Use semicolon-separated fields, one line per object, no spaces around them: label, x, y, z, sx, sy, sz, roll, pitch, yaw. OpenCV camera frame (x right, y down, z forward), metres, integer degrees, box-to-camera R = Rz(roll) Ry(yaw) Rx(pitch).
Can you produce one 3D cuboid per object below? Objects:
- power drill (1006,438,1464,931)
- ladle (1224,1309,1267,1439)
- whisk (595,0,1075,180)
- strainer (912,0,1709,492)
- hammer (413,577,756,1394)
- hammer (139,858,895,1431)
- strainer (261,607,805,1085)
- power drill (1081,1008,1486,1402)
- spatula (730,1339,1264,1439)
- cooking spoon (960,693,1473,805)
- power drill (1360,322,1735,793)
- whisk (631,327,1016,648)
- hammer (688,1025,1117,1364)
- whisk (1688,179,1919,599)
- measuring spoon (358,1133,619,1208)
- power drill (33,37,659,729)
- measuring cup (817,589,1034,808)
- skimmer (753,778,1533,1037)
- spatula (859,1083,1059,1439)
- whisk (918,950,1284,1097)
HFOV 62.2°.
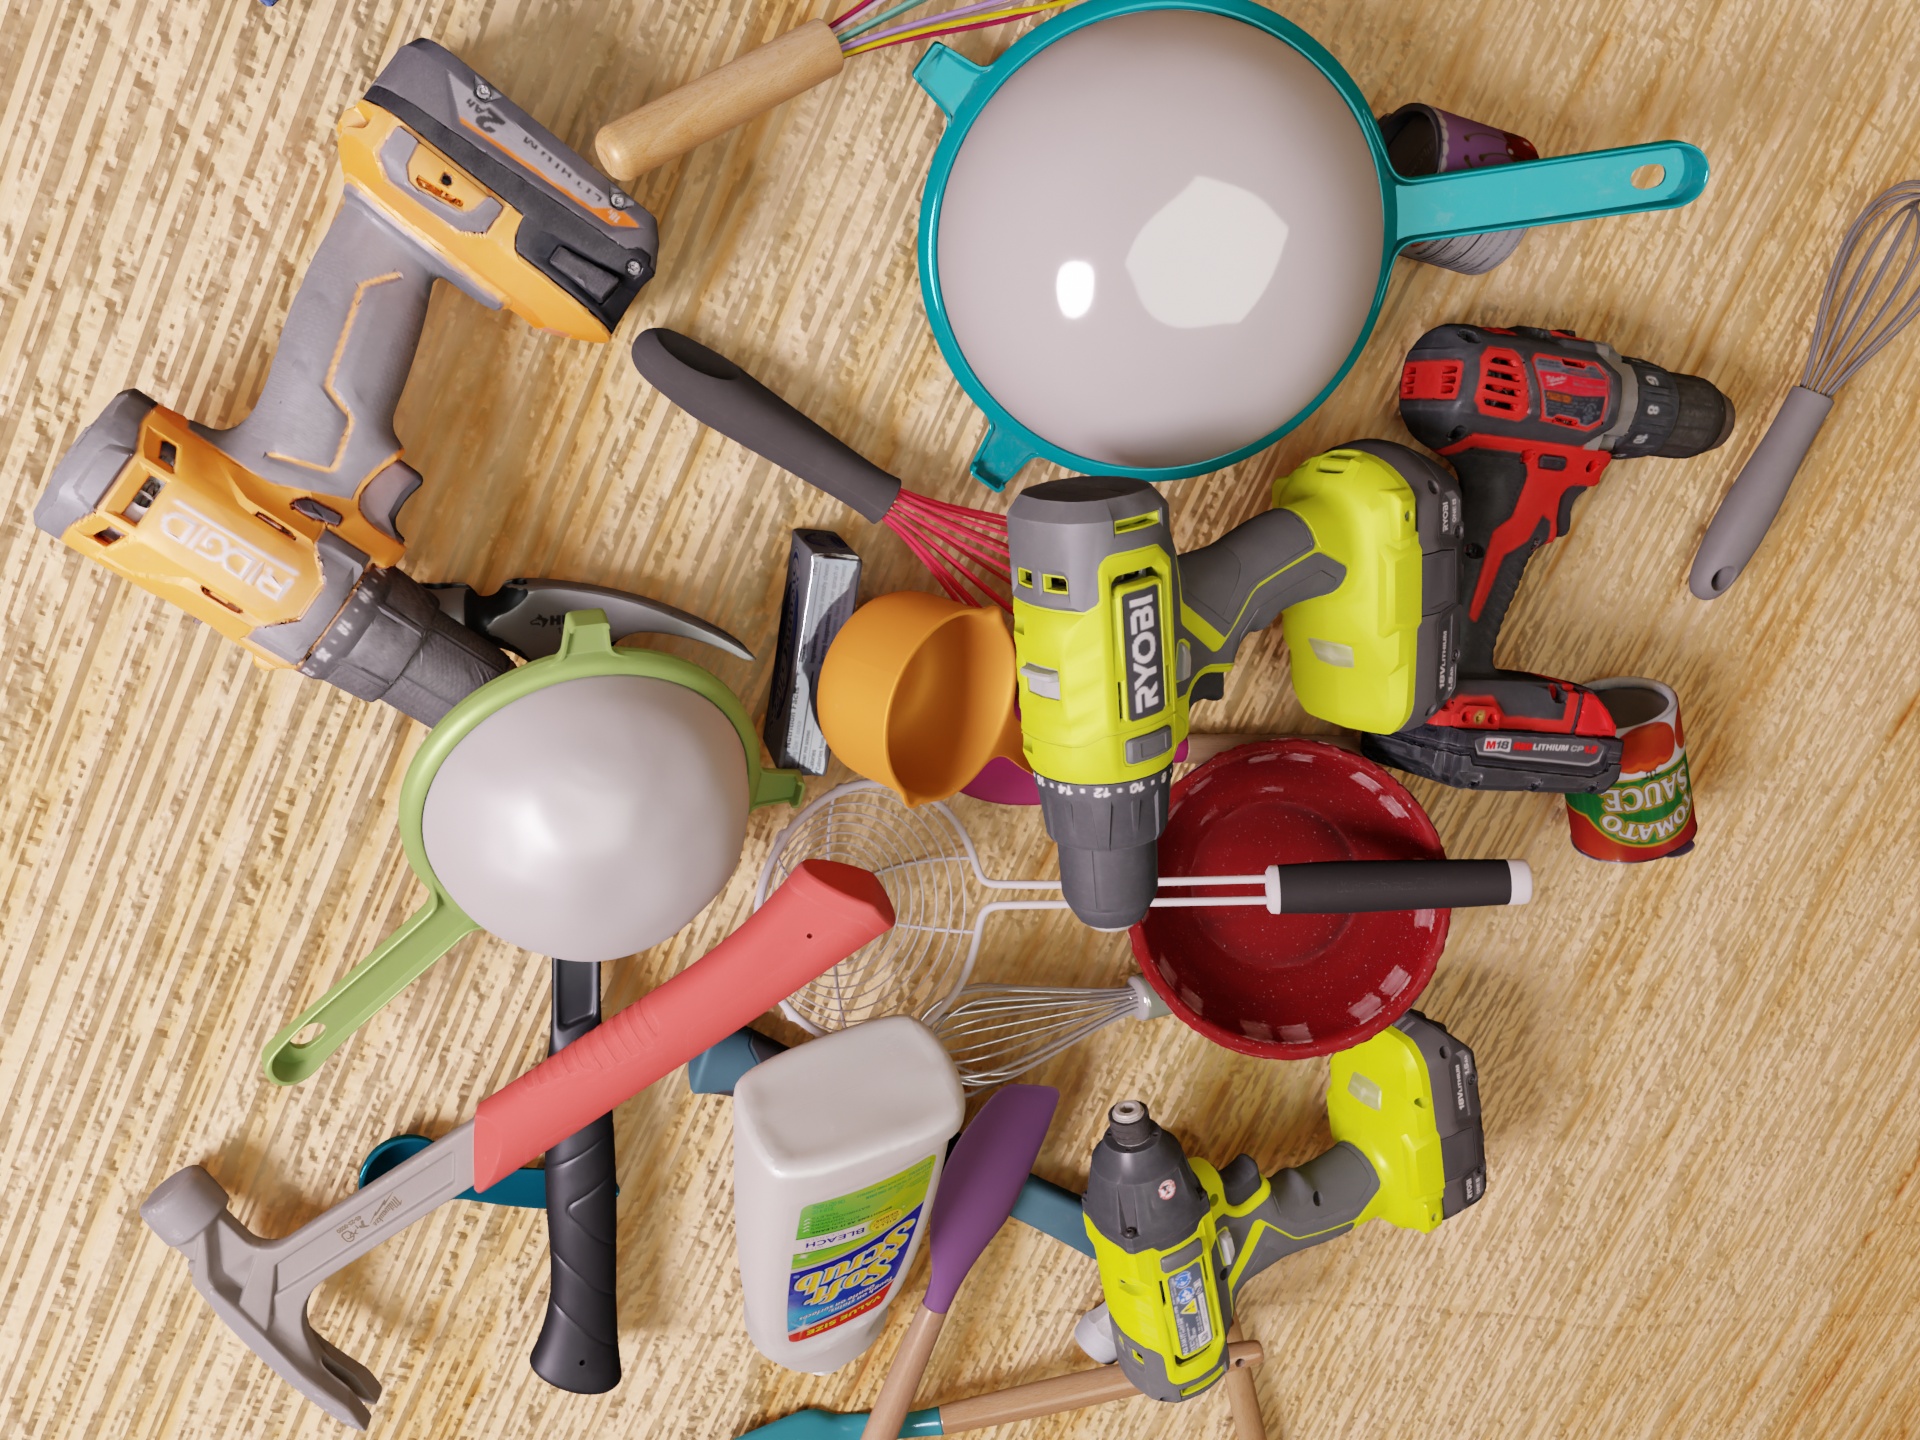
power drill;0.120;-0.024;0.703;0.228;0.080;0.190;-19;113;-34
ladle;0.195;0.491;0.984;0.078;0.062;0.320;-18;110;-12
whisk;-0.031;-0.269;0.619;0.245;0.051;0.047;-34;122;-16
strainer;0.150;-0.200;0.661;0.340;0.095;0.210;-7;114;4
hammer;-0.175;0.135;0.745;0.149;0.036;0.408;-2;106;-19
hammer;-0.180;0.179;0.711;0.359;0.037;0.149;-33;108;7
strainer;-0.185;0.082;0.649;0.256;0.069;0.151;-40;136;5
power drill;0.171;0.242;0.854;0.223;0.080;0.171;-22;114;-23
spatula;0.016;0.391;0.881;0.317;0.044;0.082;-12;107;-2
cooking spoon;0.138;0.015;0.823;0.318;0.017;0.068;2;125;-19
power drill;0.301;-0.081;0.808;0.187;0.080;0.226;2;99;-22
whisk;-0.018;-0.089;0.718;0.295;0.073;0.073;31;97;-19
hammer;-0.004;0.236;0.844;0.330;0.033;0.128;32;97;-25
whisk;0.459;-0.173;0.854;0.055;0.055;0.239;18;106;-23
measuring spoon;-0.230;0.224;0.779;0.128;0.021;0.042;15;95;-31
power drill;-0.207;-0.116;0.616;0.185;0.084;0.226;36;85;-25
measuring cup;-0.001;-0.002;0.732;0.173;0.052;0.095;28;84;-57
skimmer;0.089;0.086;0.746;0.363;0.090;0.127;-2;91;4
spatula;-0.024;0.330;0.837;0.059;0.018;0.316;14;103;-38
whisk;0.086;0.149;0.837;0.246;0.058;0.059;-10;106;-20
